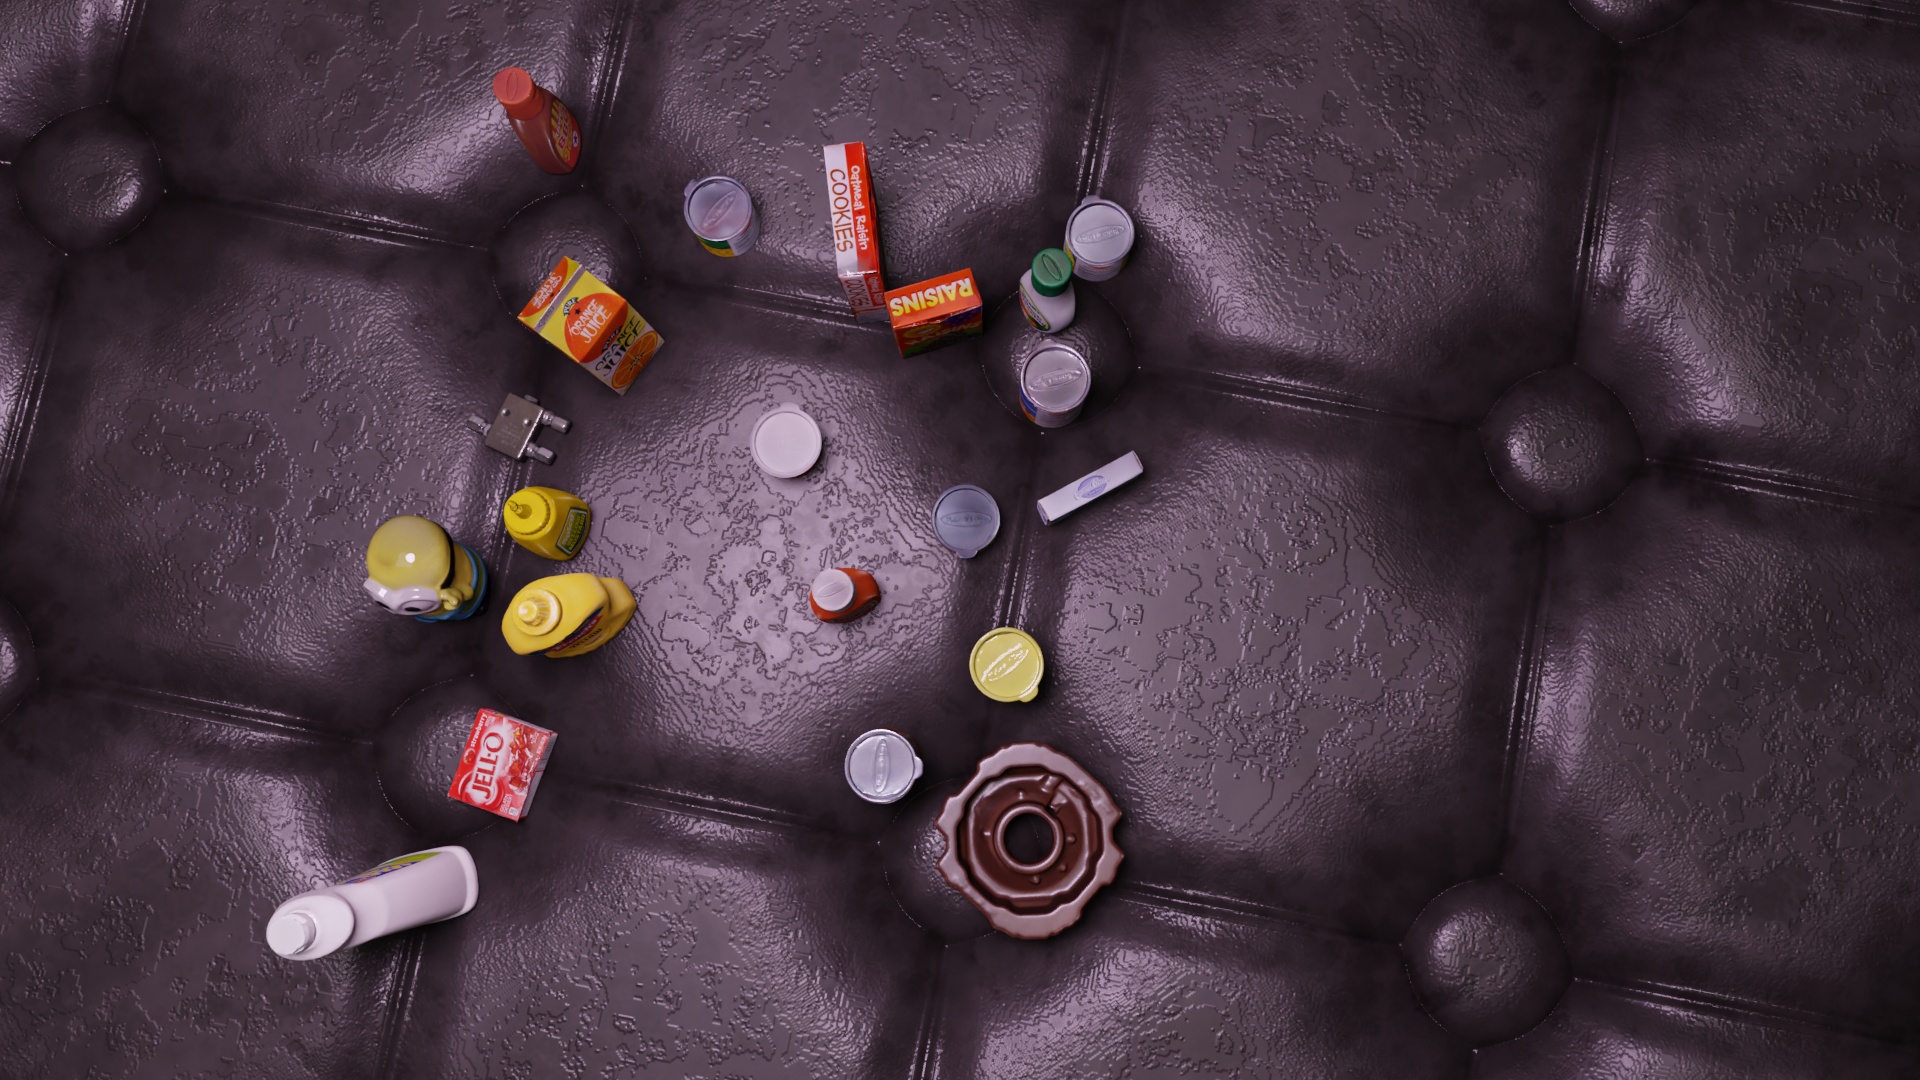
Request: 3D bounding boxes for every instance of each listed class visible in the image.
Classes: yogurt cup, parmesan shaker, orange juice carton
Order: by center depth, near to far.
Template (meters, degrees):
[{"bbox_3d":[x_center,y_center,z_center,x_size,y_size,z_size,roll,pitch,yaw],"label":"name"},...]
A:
[{"bbox_3d":[-0.344,-0.201,1.288,0.073,0.192,0.072,36,86,4],"label":"orange juice carton"},{"bbox_3d":[0.044,0.118,1.291,0.071,0.103,0.071,0,84,1],"label":"parmesan shaker"},{"bbox_3d":[-0.166,-0.091,1.342,0.072,0.054,0.072,0,84,1],"label":"yogurt cup"}]

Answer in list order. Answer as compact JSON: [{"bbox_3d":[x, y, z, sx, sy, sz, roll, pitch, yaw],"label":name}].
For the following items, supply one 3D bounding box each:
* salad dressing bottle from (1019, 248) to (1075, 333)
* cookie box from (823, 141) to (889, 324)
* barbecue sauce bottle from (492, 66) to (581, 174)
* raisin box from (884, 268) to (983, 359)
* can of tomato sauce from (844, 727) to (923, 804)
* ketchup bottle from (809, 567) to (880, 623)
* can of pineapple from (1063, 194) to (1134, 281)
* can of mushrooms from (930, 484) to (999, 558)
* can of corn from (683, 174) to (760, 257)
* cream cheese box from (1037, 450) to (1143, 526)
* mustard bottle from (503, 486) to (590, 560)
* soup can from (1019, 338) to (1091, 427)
[{"bbox_3d":[0.083,-0.237,1.307,0.044,0.147,0.064,-32,84,-2],"label":"salad dressing bottle"},{"bbox_3d":[-0.094,-0.285,1.306,0.040,0.167,0.123,-8,84,0],"label":"cookie box"},{"bbox_3d":[-0.407,-0.406,1.335,0.044,0.148,0.065,3,84,1],"label":"barbecue sauce bottle"},{"bbox_3d":[-0.024,-0.213,1.319,0.086,0.123,0.040,-16,84,0],"label":"raisin box"},{"bbox_3d":[-0.069,0.207,1.293,0.071,0.083,0.071,0,84,1],"label":"can of tomato sauce"},{"bbox_3d":[-0.110,0.049,1.278,0.065,0.148,0.043,-24,84,-1],"label":"ketchup bottle"},{"bbox_3d":[0.135,-0.294,1.358,0.071,0.058,0.071,0,84,1],"label":"can of pineapple"},{"bbox_3d":[0.005,-0.017,1.341,0.071,0.033,0.071,0,84,1],"label":"can of mushrooms"},{"bbox_3d":[-0.235,-0.320,1.367,0.071,0.058,0.071,0,84,1],"label":"can of corn"},{"bbox_3d":[0.123,-0.049,1.333,0.104,0.053,0.024,-28,84,-2],"label":"cream cheese box"},{"bbox_3d":[-0.387,-0.019,1.285,0.049,0.160,0.065,18,85,3],"label":"mustard bottle"},{"bbox_3d":[0.089,-0.149,1.330,0.071,0.083,0.071,0,84,1],"label":"soup can"}]
